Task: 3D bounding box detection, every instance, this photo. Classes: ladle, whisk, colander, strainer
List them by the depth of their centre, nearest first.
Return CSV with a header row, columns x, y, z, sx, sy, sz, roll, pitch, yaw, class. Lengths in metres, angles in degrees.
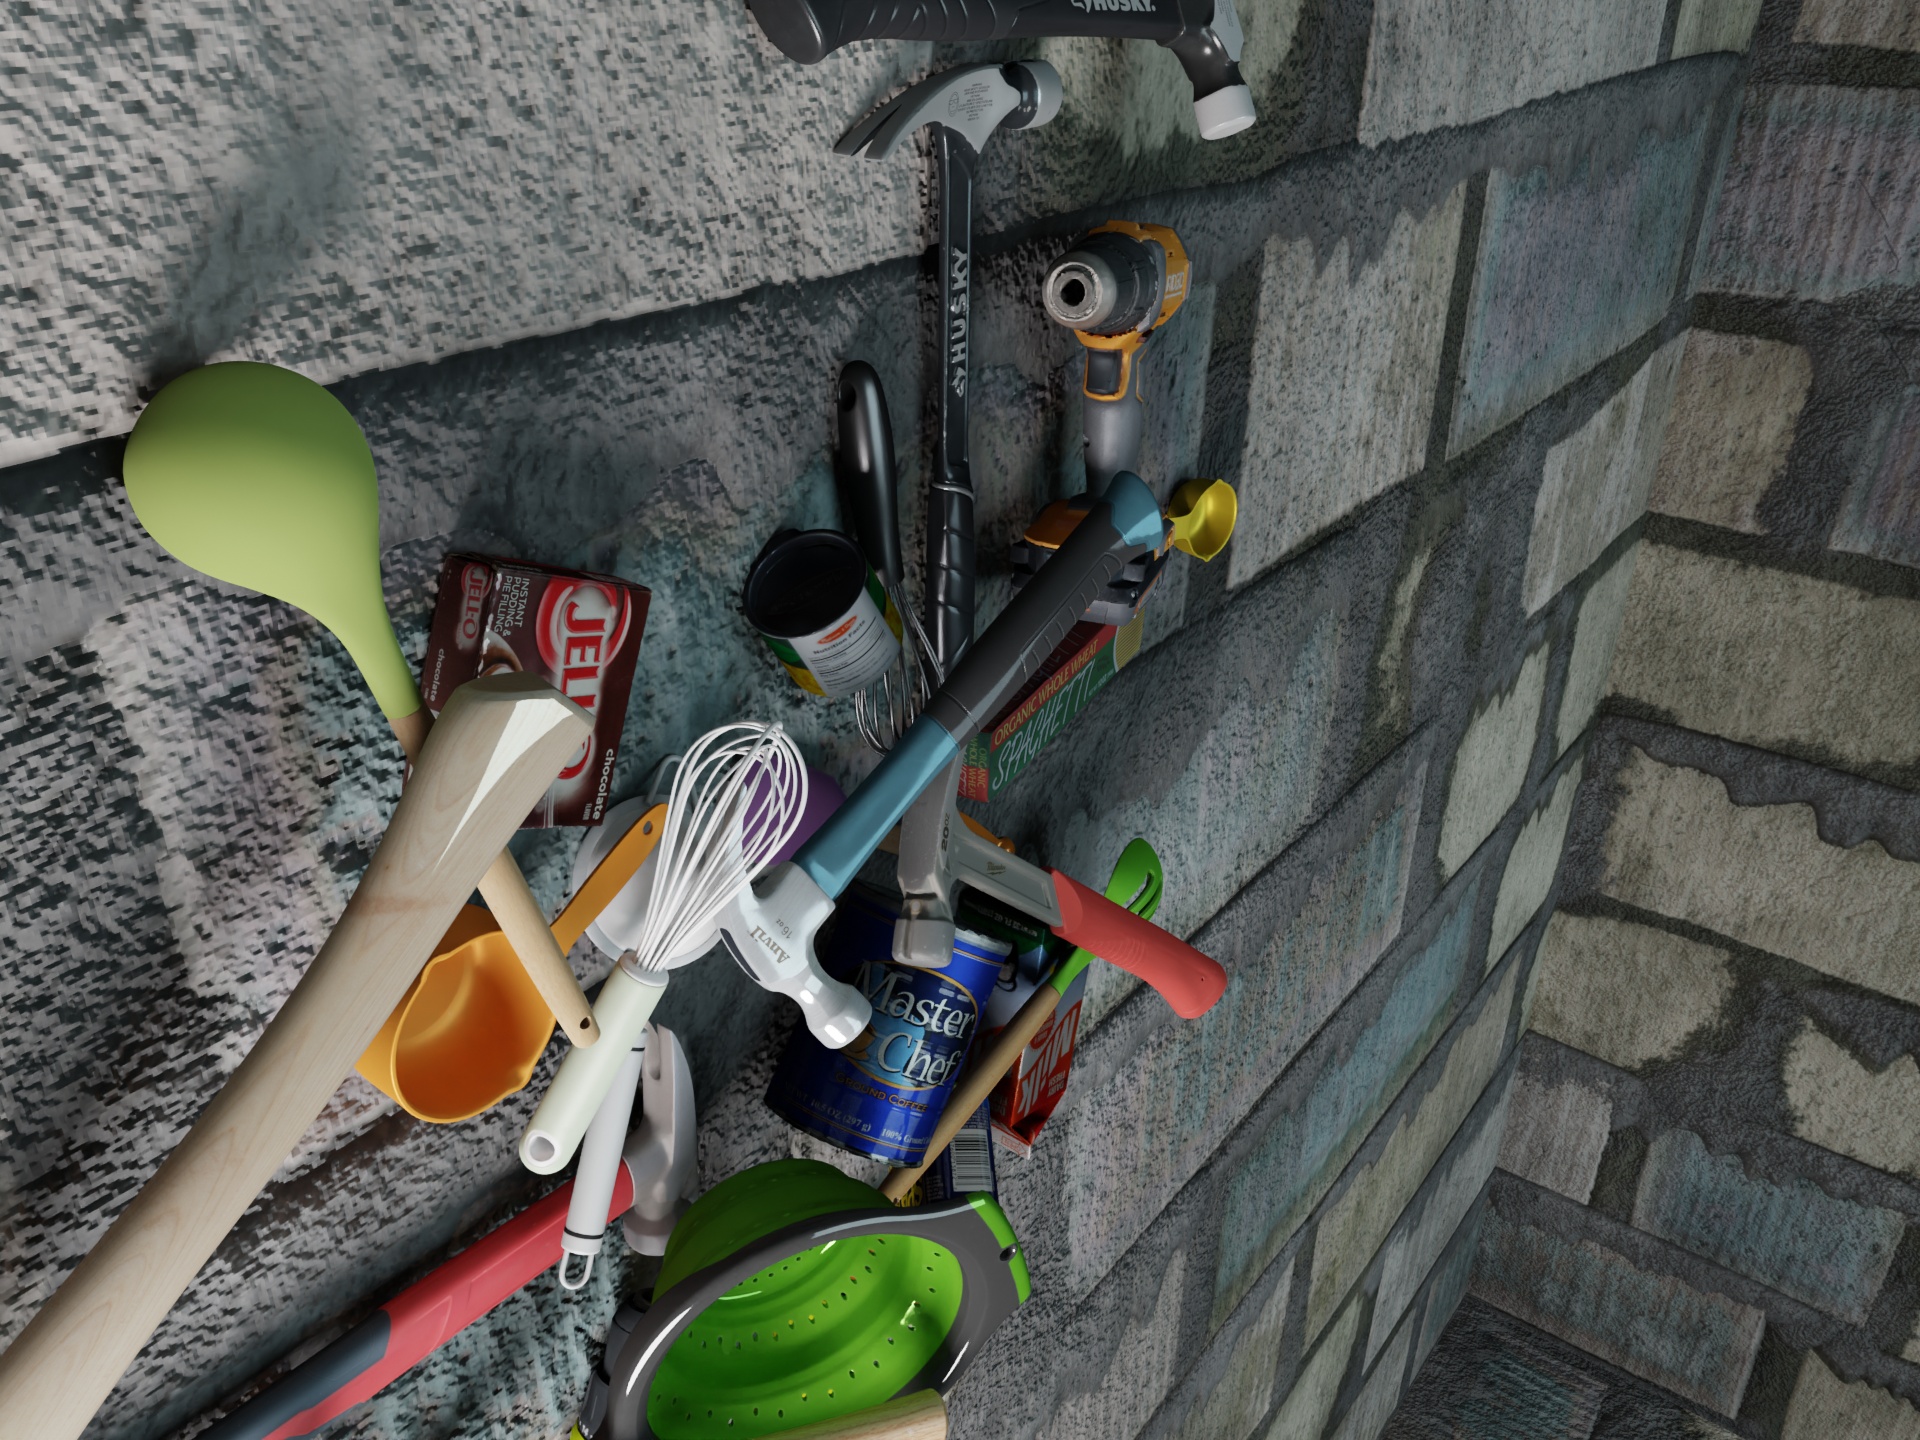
x,y,z,sx,sy,sz,roll,pitch,yaw,class
-0.208,0.012,0.607,0.078,0.062,0.319,-45,135,-33,ladle
-0.138,0.105,0.714,0.246,0.058,0.059,-60,177,13,whisk
-0.156,0.144,0.764,0.086,0.050,0.258,14,86,-29,strainer
-0.161,0.335,0.812,0.397,0.095,0.204,-28,131,-10,colander
-0.040,-0.077,0.858,0.055,0.055,0.238,-37,131,-42,whisk

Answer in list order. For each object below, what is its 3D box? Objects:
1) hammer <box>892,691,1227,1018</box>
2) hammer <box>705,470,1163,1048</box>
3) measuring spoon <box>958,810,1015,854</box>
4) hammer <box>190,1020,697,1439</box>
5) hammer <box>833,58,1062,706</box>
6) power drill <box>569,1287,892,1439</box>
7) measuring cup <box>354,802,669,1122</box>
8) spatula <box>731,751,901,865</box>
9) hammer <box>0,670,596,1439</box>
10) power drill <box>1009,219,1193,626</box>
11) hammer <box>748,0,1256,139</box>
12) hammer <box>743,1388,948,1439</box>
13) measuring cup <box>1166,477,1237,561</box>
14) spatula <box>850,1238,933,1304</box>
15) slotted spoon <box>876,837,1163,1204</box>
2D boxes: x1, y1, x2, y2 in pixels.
x,y,z,sx,sy,sz,roll,pitch,yaw,class
0.075,0.110,0.964,0.358,0.037,0.149,33,60,-51,hammer
-0.001,-0.003,0.803,0.128,0.033,0.331,48,69,-18,hammer
0.010,0.077,1.052,0.116,0.011,0.021,33,79,-58,measuring spoon
-0.267,0.274,0.714,0.386,0.038,0.143,-28,128,-47,hammer
-0.006,-0.144,0.884,0.149,0.036,0.408,-31,132,-44,hammer
-0.141,0.415,0.950,0.228,0.080,0.190,5,97,-55,power drill
-0.200,0.093,0.705,0.174,0.052,0.095,-52,144,-30,measuring cup
-0.043,0.073,0.961,0.315,0.018,0.060,22,90,-56,spatula
-0.257,0.162,0.568,0.146,0.038,0.410,40,82,-38,hammer
0.081,-0.173,0.926,0.185,0.084,0.226,-43,141,-65,power drill
0.029,-0.360,0.789,0.335,0.035,0.146,-23,99,-42,hammer
-0.157,0.374,0.756,0.331,0.031,0.130,-2,122,-29,hammer
0.137,-0.138,1.126,0.156,0.029,0.062,-16,120,-39,measuring cup
-0.030,0.386,1.094,0.322,0.081,0.041,74,4,-65,spatula
0.044,0.194,1.023,0.314,0.031,0.070,-47,139,-27,slotted spoon
